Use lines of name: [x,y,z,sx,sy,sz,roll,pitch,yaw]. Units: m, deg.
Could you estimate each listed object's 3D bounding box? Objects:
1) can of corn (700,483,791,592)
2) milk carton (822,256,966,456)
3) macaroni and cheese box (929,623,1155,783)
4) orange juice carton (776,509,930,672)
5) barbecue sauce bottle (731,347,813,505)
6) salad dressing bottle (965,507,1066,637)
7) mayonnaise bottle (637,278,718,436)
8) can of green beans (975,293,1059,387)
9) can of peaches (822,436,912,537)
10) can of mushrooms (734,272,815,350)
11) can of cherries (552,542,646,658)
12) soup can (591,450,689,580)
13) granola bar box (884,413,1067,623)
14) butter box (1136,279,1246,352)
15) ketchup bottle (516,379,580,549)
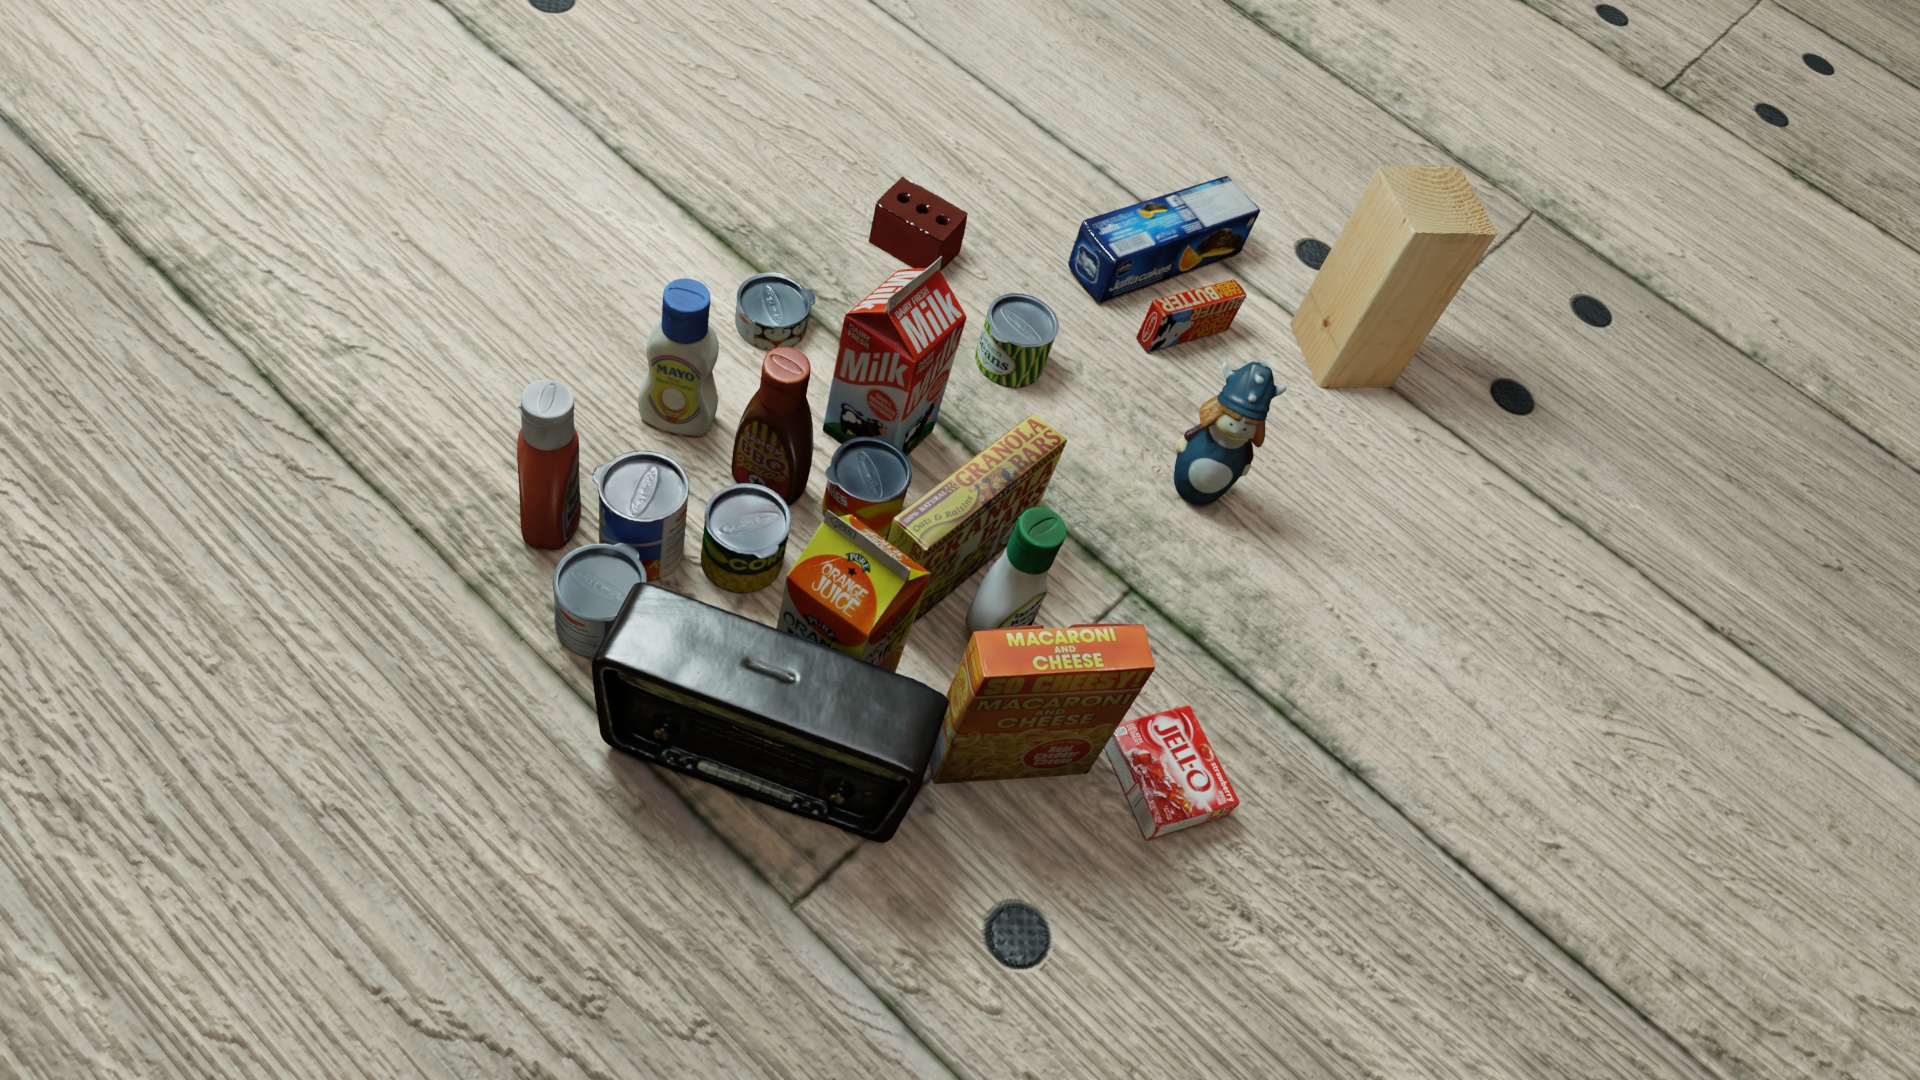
can of corn: [-0.167,0.001,1.080,0.071,0.058,0.071,7,54,-10]
milk carton: [-0.053,-0.148,1.134,0.073,0.189,0.073,35,54,11]
macaroni and cheese box: [0.052,0.117,0.987,0.124,0.165,0.040,-1,56,-16]
orange juice carton: [-0.079,0.053,0.982,0.072,0.191,0.073,36,54,12]
barbecue sauce bottle: [-0.144,-0.091,1.096,0.065,0.147,0.044,30,53,7]
salad dressing bottle: [0.044,0.031,1.058,0.064,0.146,0.044,-29,67,-30]
mayonnaise bottle: [-0.224,-0.146,1.115,0.065,0.147,0.041,16,53,-4]
can of green beans: [0.051,-0.182,1.270,0.071,0.057,0.071,7,54,-10]
can of peaches: [-0.079,-0.041,1.134,0.071,0.057,0.071,7,54,-10]
can of mushrooms: [-0.166,-0.205,1.244,0.071,0.033,0.071,7,54,-10]
can of cherries: [-0.264,0.044,1.024,0.071,0.058,0.072,7,54,-10]
soup can: [-0.245,-0.019,1.058,0.071,0.083,0.072,7,54,-10]
granola bar box: [0.004,-0.014,1.095,0.039,0.123,0.166,41,55,15]
butter box: [0.223,-0.218,1.344,0.104,0.052,0.024,-18,62,-25]
ketchup bottle: [-0.305,-0.058,1.030,0.043,0.148,0.065,10,53,-8]
